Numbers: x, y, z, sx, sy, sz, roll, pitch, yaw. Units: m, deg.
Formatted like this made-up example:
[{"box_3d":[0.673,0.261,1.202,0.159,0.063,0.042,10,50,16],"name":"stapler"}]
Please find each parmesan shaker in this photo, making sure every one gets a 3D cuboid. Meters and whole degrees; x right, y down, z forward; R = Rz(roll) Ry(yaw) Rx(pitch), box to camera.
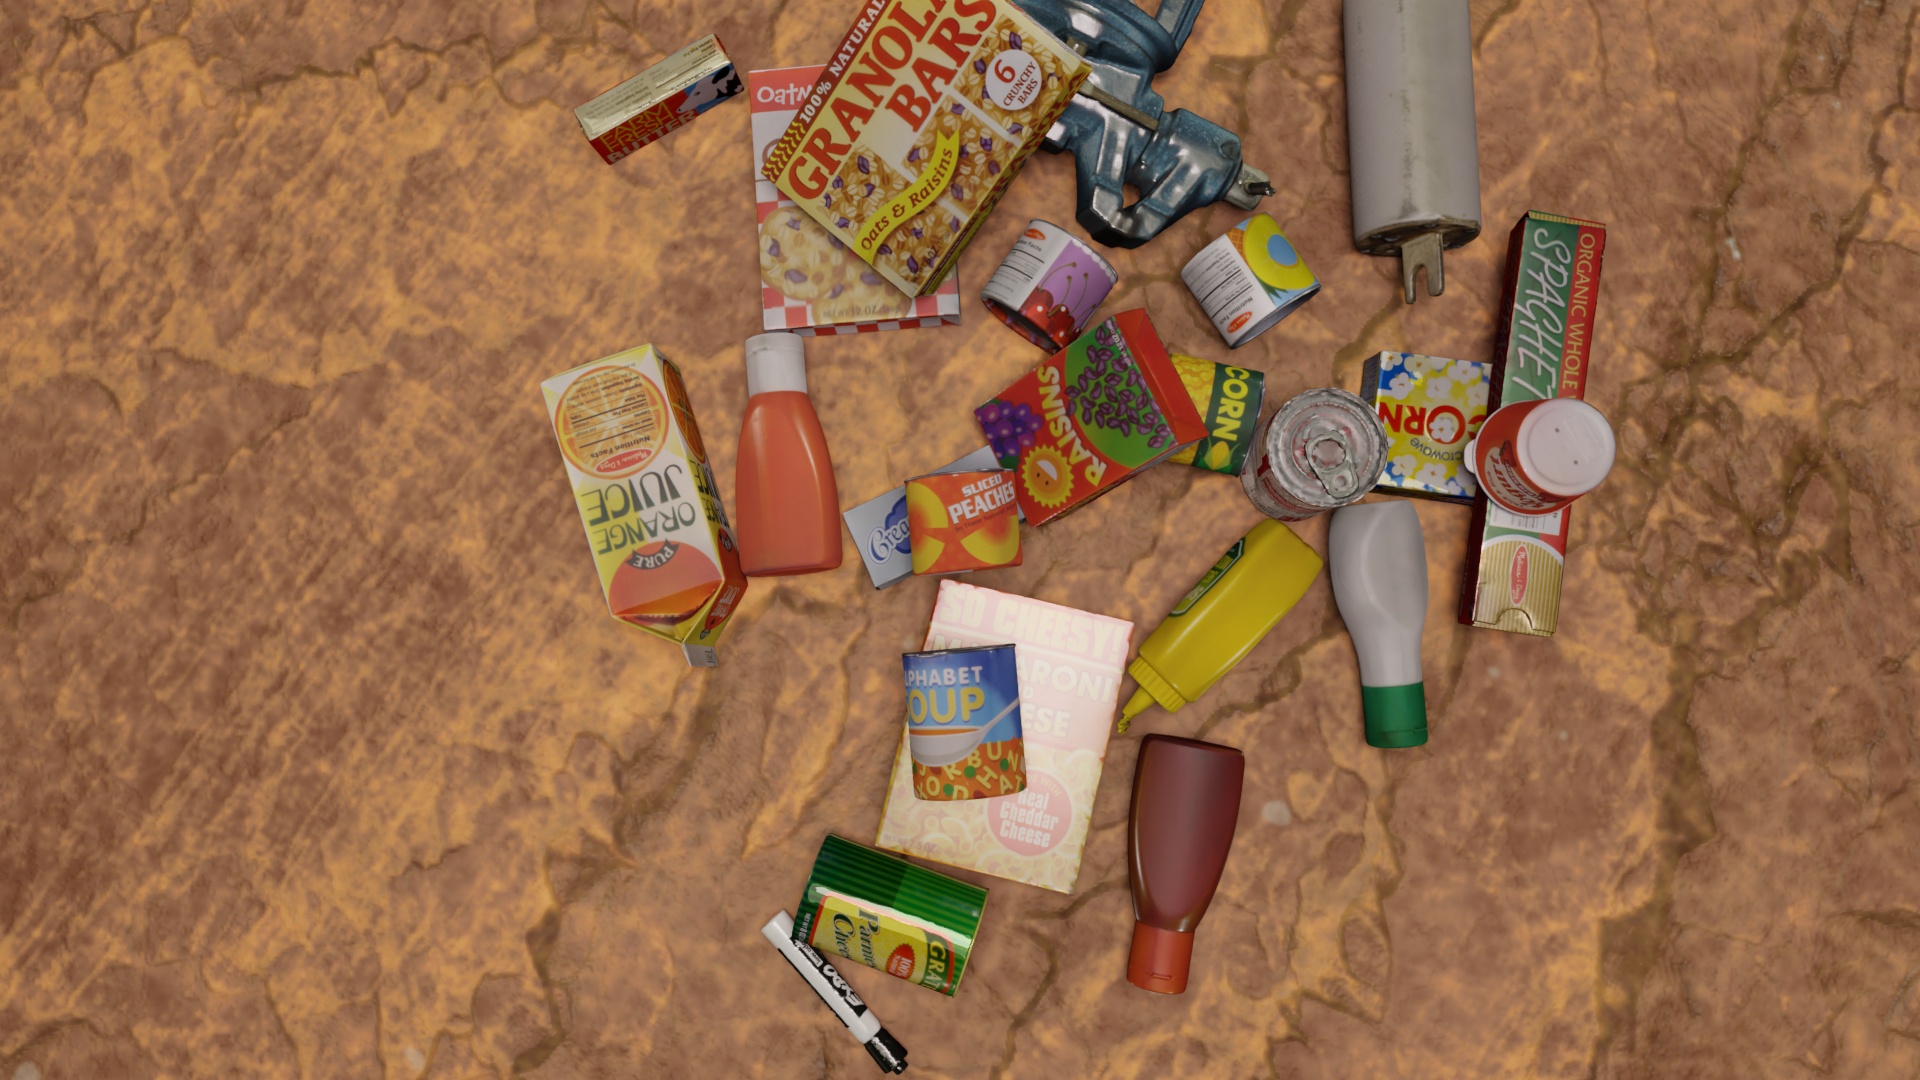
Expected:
[{"box_3d":[-0.042,0.225,0.830,0.103,0.071,0.071,18,86,4],"name":"parmesan shaker"}]

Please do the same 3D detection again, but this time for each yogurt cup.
[{"box_3d":[0.329,-0.049,0.778,0.072,0.054,0.072,0,85,2],"name":"yogurt cup"}]

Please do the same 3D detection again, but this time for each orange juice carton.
[{"box_3d":[-0.186,-0.014,0.850,0.073,0.072,0.192,-19,85,0],"name":"orange juice carton"}]

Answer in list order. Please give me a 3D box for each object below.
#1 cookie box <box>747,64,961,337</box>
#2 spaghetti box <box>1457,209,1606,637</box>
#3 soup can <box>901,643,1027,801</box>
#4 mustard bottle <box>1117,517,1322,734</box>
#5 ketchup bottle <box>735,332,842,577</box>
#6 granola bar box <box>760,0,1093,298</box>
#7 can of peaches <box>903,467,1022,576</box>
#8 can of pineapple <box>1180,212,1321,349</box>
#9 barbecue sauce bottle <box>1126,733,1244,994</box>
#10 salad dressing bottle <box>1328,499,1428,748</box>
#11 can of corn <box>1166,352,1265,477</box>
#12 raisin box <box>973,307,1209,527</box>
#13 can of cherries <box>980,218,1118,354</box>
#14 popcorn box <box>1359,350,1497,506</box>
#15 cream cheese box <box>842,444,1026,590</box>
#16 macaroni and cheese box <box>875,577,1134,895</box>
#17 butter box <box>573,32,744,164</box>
[{"box_3d":[-0.066,-0.217,0.881,0.123,0.040,0.167,-4,86,2],"name":"cookie box"},{"box_3d":[0.339,-0.069,0.822,0.050,0.028,0.250,9,85,2],"name":"spaghetti box"},{"box_3d":[0.001,0.103,0.794,0.071,0.071,0.084,-5,86,1],"name":"soup can"},{"box_3d":[0.148,0.056,0.840,0.049,0.065,0.160,44,91,0],"name":"mustard bottle"},{"box_3d":[-0.111,-0.053,0.864,0.064,0.043,0.149,-7,84,21],"name":"ketchup bottle"},{"box_3d":[-0.022,-0.245,0.810,0.124,0.039,0.165,40,112,5],"name":"granola bar box"},{"box_3d":[0.003,-0.010,0.820,0.071,0.071,0.058,-5,87,1],"name":"can of peaches"},{"box_3d":[0.179,-0.160,0.857,0.071,0.071,0.058,-33,85,-1],"name":"can of pineapple"},{"box_3d":[0.130,0.194,0.838,0.065,0.043,0.148,10,86,3],"name":"barbecue sauce bottle"},{"box_3d":[0.258,0.050,0.844,0.064,0.044,0.147,-5,89,-33],"name":"salad dressing bottle"},{"box_3d":[0.149,-0.078,0.847,0.058,0.071,0.071,13,86,3],"name":"can of corn"},{"box_3d":[0.075,-0.071,0.830,0.123,0.040,0.086,-31,83,41],"name":"raisin box"},{"box_3d":[0.056,-0.154,0.860,0.071,0.071,0.058,34,87,4],"name":"can of cherries"},{"box_3d":[0.312,-0.066,0.858,0.127,0.038,0.085,8,87,2],"name":"popcorn box"},{"box_3d":[-0.017,-0.014,0.869,0.104,0.024,0.053,-26,84,-1],"name":"cream cheese box"},{"box_3d":[0.028,0.117,0.849,0.124,0.040,0.166,13,86,3],"name":"macaroni and cheese box"},{"box_3d":[-0.191,-0.280,0.883,0.103,0.053,0.024,-29,88,0],"name":"butter box"}]
